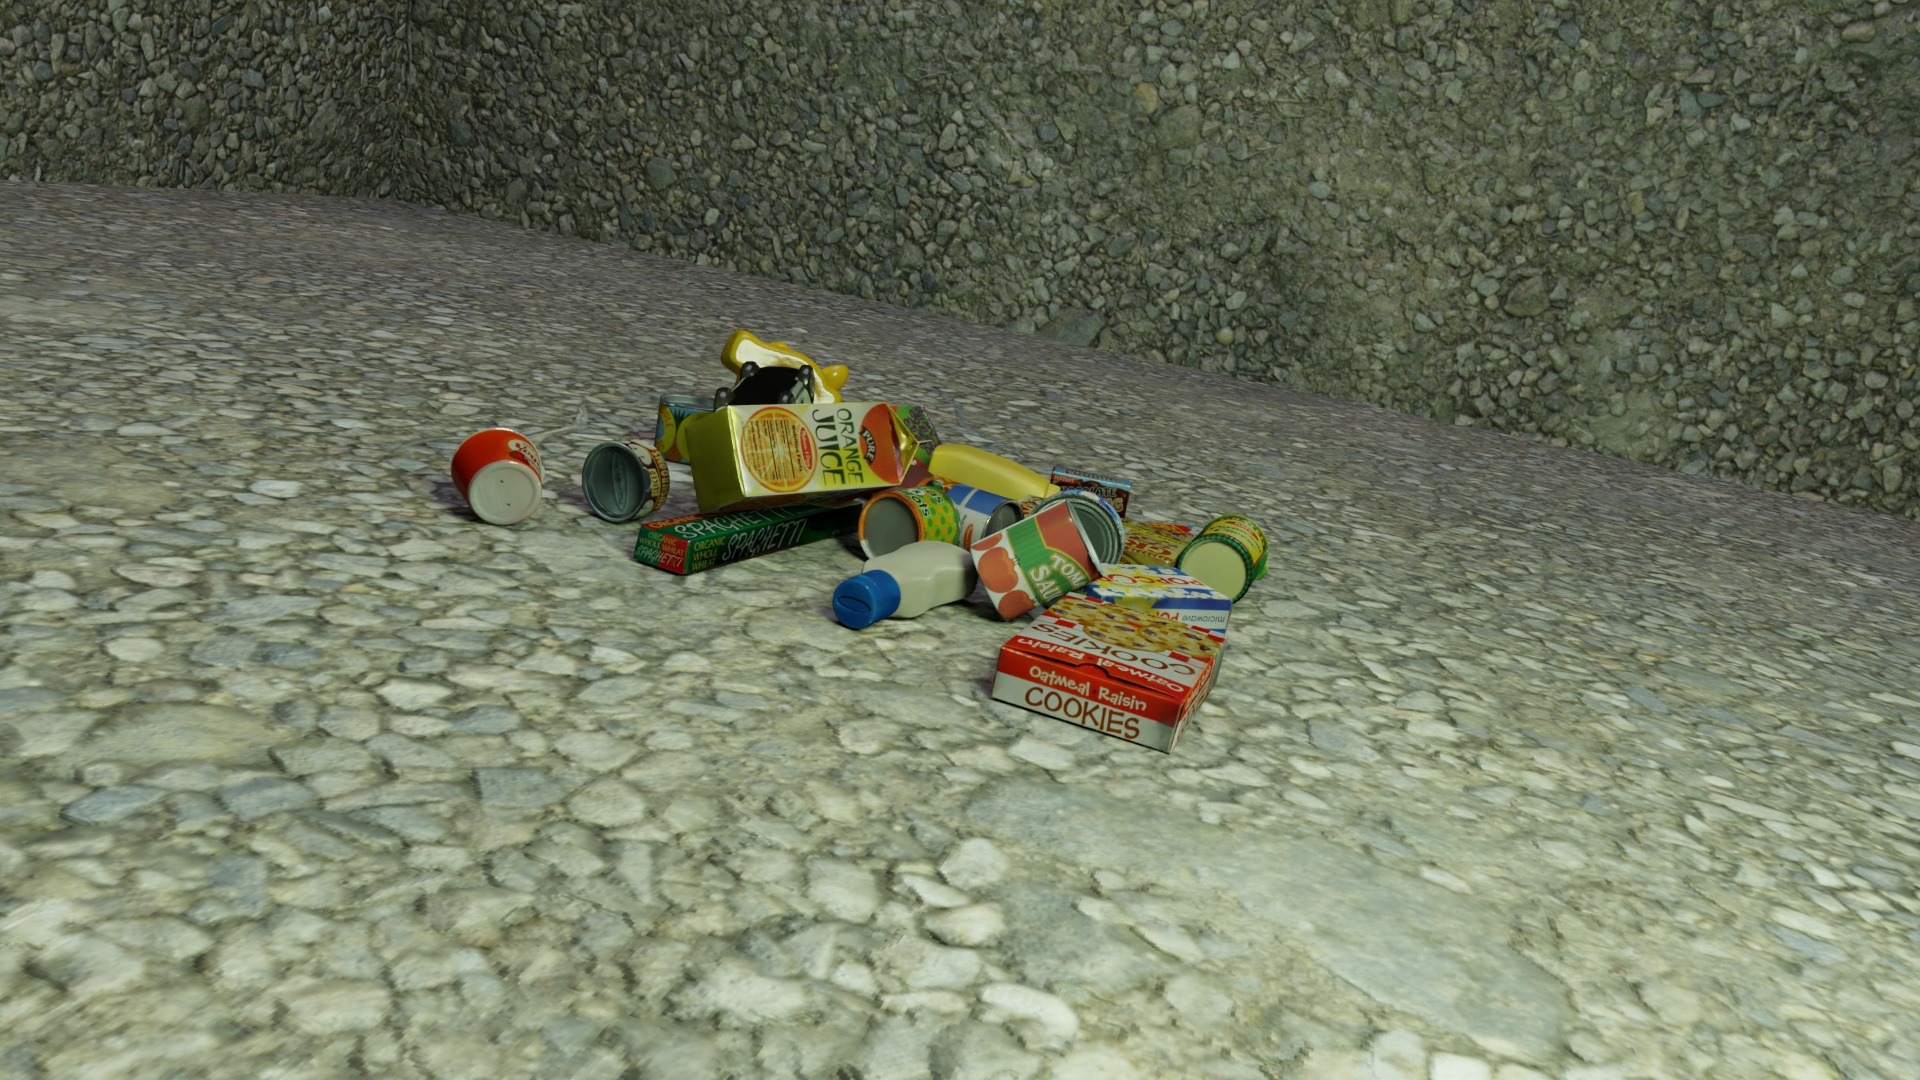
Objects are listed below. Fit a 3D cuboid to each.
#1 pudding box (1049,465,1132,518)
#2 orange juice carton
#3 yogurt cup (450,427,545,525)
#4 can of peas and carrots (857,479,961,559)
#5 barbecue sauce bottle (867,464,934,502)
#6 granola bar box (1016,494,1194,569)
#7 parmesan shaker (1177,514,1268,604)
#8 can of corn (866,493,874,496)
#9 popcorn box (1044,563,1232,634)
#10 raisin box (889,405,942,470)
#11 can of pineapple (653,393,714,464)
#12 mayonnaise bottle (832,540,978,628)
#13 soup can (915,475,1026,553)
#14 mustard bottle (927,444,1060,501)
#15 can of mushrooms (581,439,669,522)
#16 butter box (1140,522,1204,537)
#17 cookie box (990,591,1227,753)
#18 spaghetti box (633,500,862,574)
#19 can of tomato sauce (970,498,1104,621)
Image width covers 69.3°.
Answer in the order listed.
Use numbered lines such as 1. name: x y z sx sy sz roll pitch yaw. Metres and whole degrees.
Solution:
1. pudding box: 0.132 -0.045 1.437 0.084 0.049 0.030 12 16 4
2. orange juice carton: -0.117 -0.069 1.122 0.193 0.073 0.071 -7 -6 -41
3. yogurt cup: -0.355 -0.047 1.072 0.072 0.072 0.054 3 24 -28
4. can of peas and carrots: -0.042 -0.013 1.150 0.071 0.070 0.059 19 17 29
5. barbecue sauce bottle: -0.057 -0.036 1.281 0.065 0.043 0.149 12 15 1
6. granola bar box: 0.119 0.004 1.264 0.165 0.039 0.124 15 15 16
7. parmesan shaker: 0.238 0.019 1.241 0.071 0.071 0.103 15 15 16
8. can of corn: -0.103 -0.075 1.230 0.058 0.071 0.071 5 15 -33
9. popcorn box: 0.141 0.049 1.111 0.127 0.038 0.085 3 17 -27
10. raisin box: -0.074 -0.093 1.411 0.124 0.040 0.086 -5 63 -46
11. can of pineapple: -0.271 -0.111 1.383 0.071 0.057 0.071 10 14 -2
12. mayonnaise bottle: -0.043 0.033 1.038 0.065 0.041 0.148 16 17 23
13. soup can: 0.004 -0.015 1.200 0.084 0.071 0.071 19 17 31
14. mustard bottle: 0.045 -0.047 1.368 0.160 0.065 0.049 17 19 3
15. can of mushrooms: -0.270 -0.049 1.129 0.071 0.071 0.033 17 14 24
16. butter box: 0.217 0.003 1.368 0.104 0.024 0.053 3 17 -27
17. cookie box: 0.106 0.084 0.948 0.123 0.040 0.168 15 15 17
18. spaghetti box: -0.165 -0.010 1.133 0.050 0.028 0.251 16 15 25
19. can of tomato sauce: 0.059 0.017 1.055 0.083 0.071 0.071 -26 12 8
